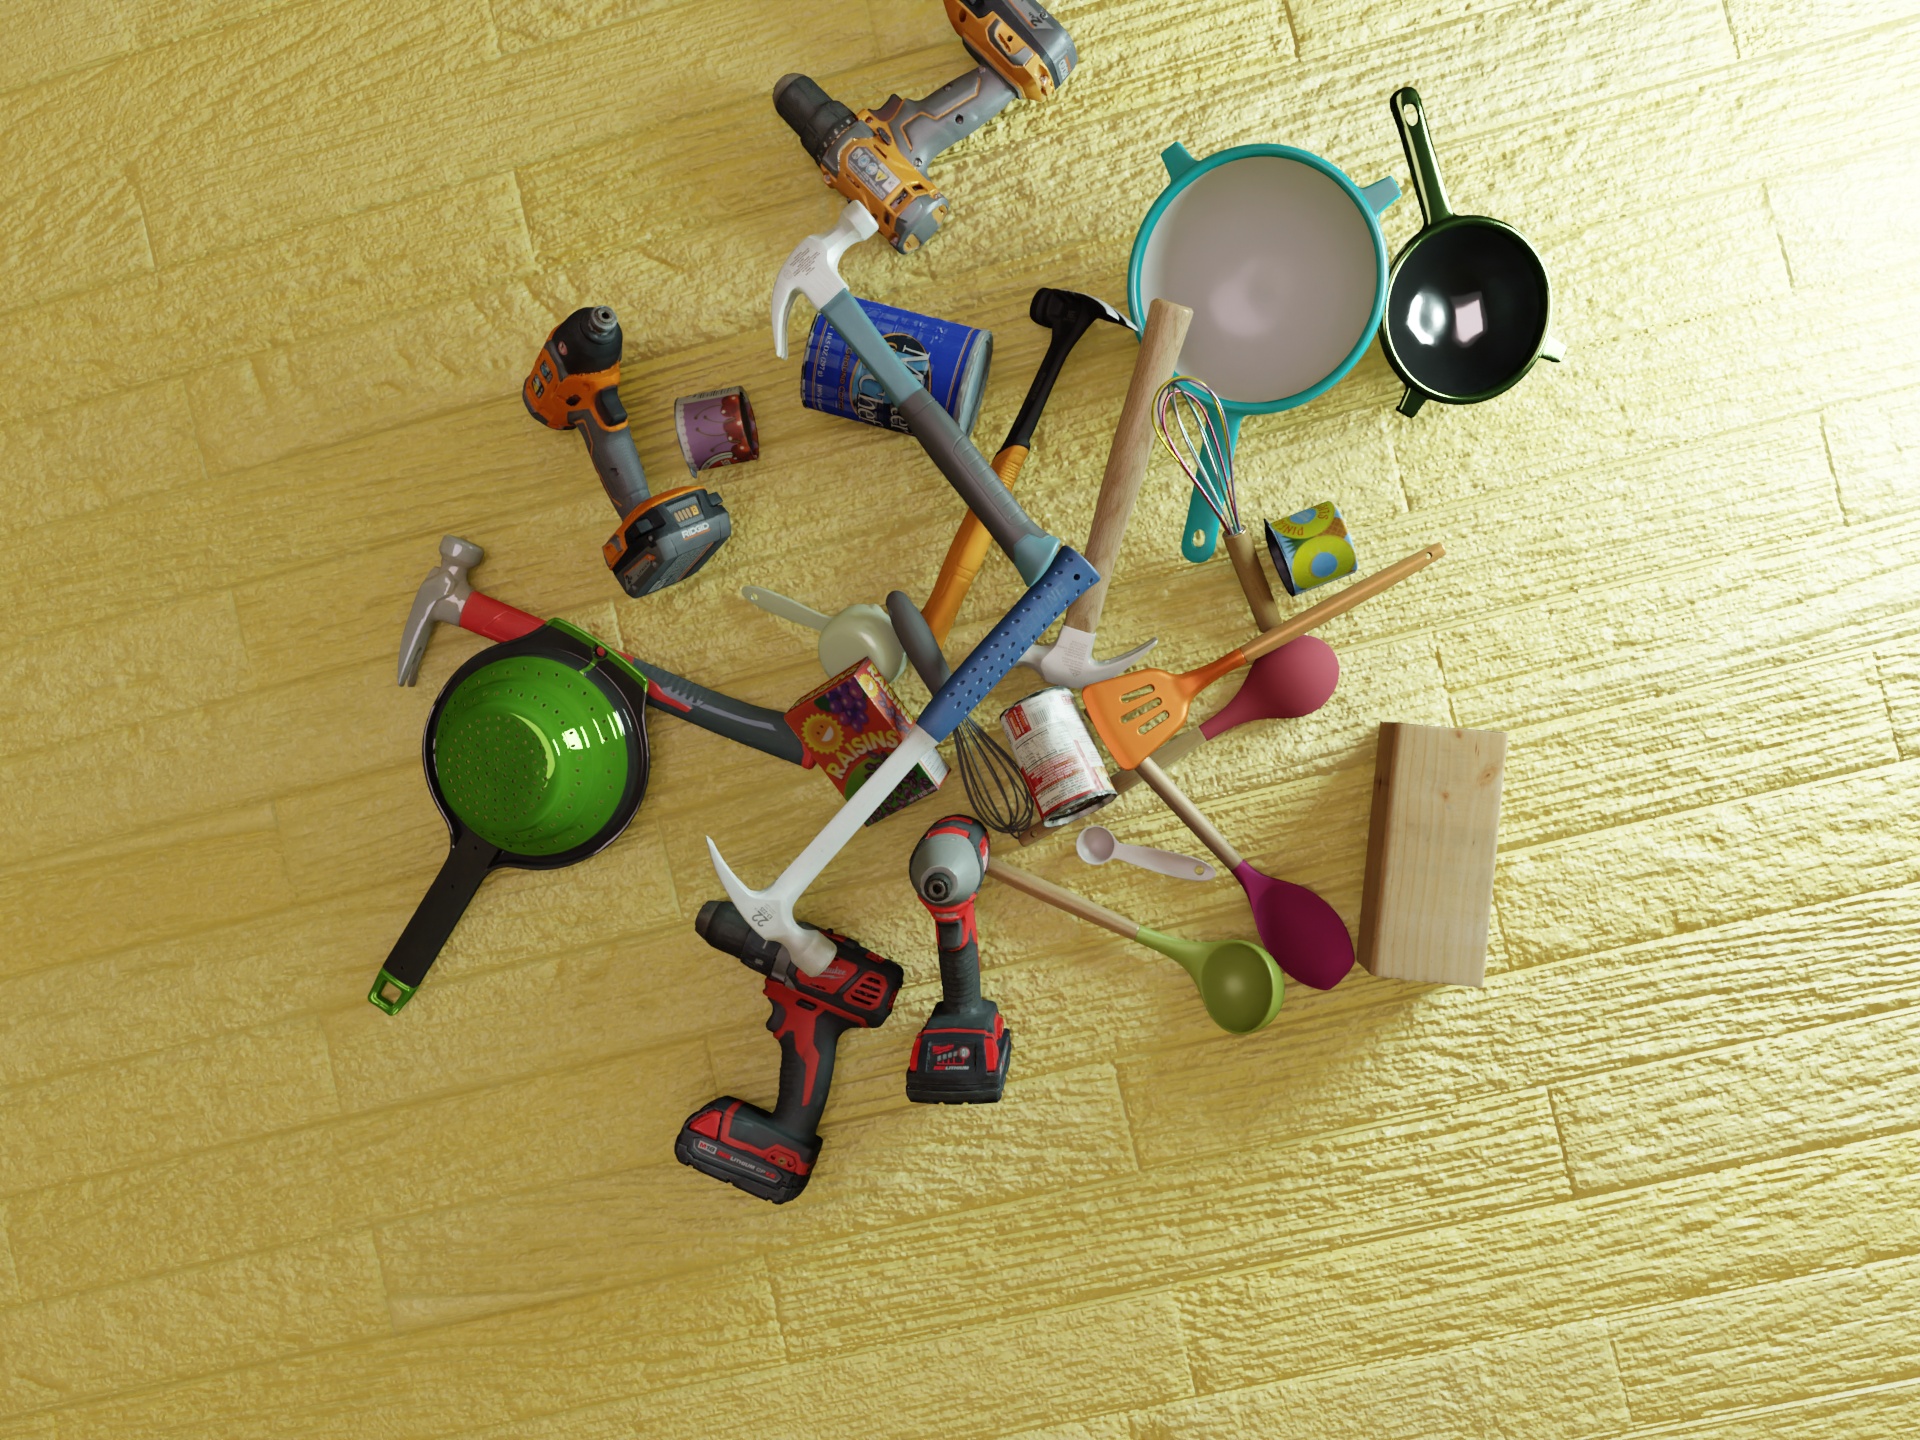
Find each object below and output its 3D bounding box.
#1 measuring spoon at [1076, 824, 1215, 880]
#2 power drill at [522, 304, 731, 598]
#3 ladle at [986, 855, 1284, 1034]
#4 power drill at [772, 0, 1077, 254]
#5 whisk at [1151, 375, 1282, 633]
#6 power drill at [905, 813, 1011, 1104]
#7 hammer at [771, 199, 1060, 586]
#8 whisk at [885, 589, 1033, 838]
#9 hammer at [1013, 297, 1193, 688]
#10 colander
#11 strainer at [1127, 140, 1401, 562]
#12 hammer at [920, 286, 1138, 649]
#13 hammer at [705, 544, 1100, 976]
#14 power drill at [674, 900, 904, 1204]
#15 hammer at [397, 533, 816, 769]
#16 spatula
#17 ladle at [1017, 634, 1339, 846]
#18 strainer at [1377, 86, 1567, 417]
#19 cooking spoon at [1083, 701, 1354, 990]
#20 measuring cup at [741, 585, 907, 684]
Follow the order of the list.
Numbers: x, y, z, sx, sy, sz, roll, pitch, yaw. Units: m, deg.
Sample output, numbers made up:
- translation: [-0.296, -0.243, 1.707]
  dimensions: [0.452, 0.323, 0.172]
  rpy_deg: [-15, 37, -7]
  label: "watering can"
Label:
- translation: [0.160, 0.118, 1.375]
  dimensions: [0.124, 0.018, 0.034]
  rpy_deg: [14, 92, -1]
  label: "measuring spoon"
- translation: [-0.285, -0.234, 1.346]
  dimensions: [0.084, 0.164, 0.226]
  rpy_deg: [-27, 88, -32]
  label: "power drill"
- translation: [0.125, 0.174, 1.356]
  dimensions: [0.320, 0.062, 0.078]
  rpy_deg: [24, 106, 8]
  label: "ladle"
- translation: [-0.036, -0.542, 1.364]
  dimensions: [0.226, 0.084, 0.185]
  rpy_deg: [-45, 85, 8]
  label: "power drill"
- translation: [0.214, -0.173, 1.307]
  dimensions: [0.047, 0.051, 0.244]
  rpy_deg: [-36, 119, -16]
  label: "whisk"
- translation: [-0.005, 0.197, 1.315]
  dimensions: [0.078, 0.143, 0.219]
  rpy_deg: [-2, 99, 7]
  label: "power drill"
- translation: [-0.031, -0.250, 1.281]
  dimensions: [0.128, 0.033, 0.331]
  rpy_deg: [-38, 89, 8]
  label: "hammer"
- translation: [-0.003, -0.004, 1.349]
  dimensions: [0.055, 0.055, 0.239]
  rpy_deg: [-27, 101, 5]
  label: "whisk"
- translation: [0.133, -0.184, 1.331]
  dimensions: [0.130, 0.031, 0.331]
  rpy_deg: [17, 106, 3]
  label: "hammer"
- translation: [-0.421, 0.101, 1.370]
  dimensions: [0.204, 0.094, 0.397]
  rpy_deg: [34, 100, 2]
  label: "colander"
- translation: [0.241, -0.303, 1.336]
  dimensions: [0.211, 0.095, 0.340]
  rpy_deg: [16, 111, 18]
  label: "strainer"
- translation: [0.038, -0.202, 1.348]
  dimensions: [0.034, 0.127, 0.337]
  rpy_deg: [20, 99, -33]
  label: "hammer"
- translation: [-0.039, 0.015, 1.303]
  dimensions: [0.144, 0.035, 0.405]
  rpy_deg: [43, 87, -13]
  label: "hammer"
- translation: [-0.171, 0.278, 1.376]
  dimensions: [0.188, 0.080, 0.227]
  rpy_deg: [22, 89, 5]
  label: "power drill"
- translation: [-0.308, -0.028, 1.408]
  dimensions: [0.386, 0.038, 0.143]
  rpy_deg: [23, 93, 5]
  label: "hammer"
- translation: [0.258, -0.066, 1.329]
  dimensions: [0.322, 0.041, 0.081]
  rpy_deg: [-29, 85, 8]
  label: "spatula"
- translation: [0.185, 0.024, 1.365]
  dimensions: [0.315, 0.031, 0.069]
  rpy_deg: [-32, 84, 6]
  label: "ladle"
- translation: [0.388, -0.386, 1.305]
  dimensions: [0.151, 0.069, 0.256]
  rpy_deg: [-21, 102, -4]
  label: "strainer"
- translation: [0.217, 0.104, 1.351]
  dimensions: [0.069, 0.017, 0.319]
  rpy_deg: [-44, 92, -10]
  label: "cooking spoon"
- translation: [-0.126, -0.076, 1.378]
  dimensions: [0.168, 0.038, 0.083]
  rpy_deg: [24, 127, 15]
  label: "measuring cup"
